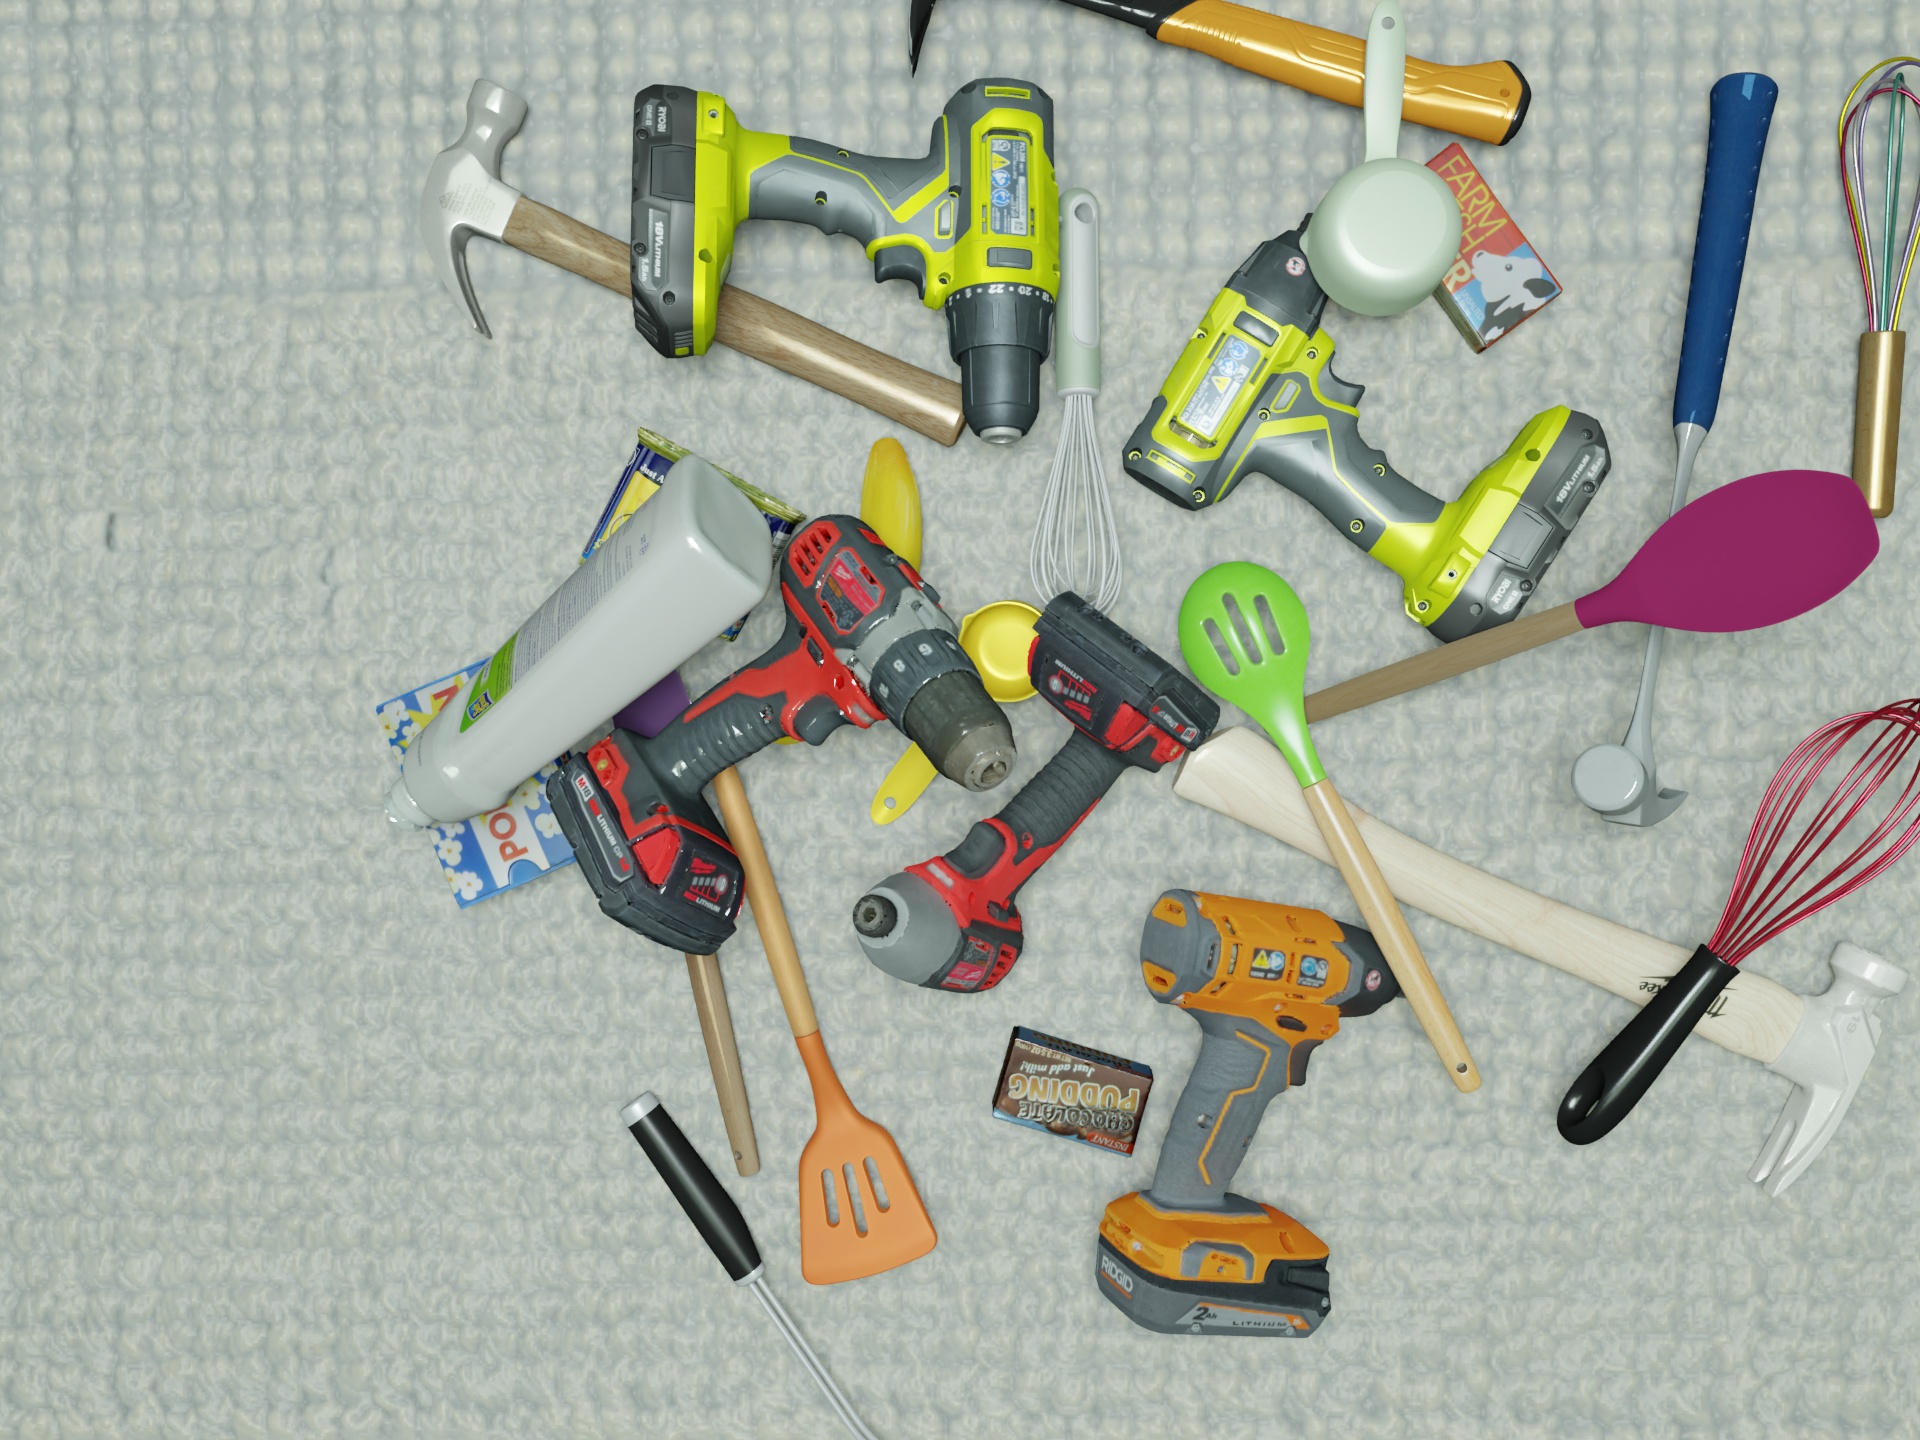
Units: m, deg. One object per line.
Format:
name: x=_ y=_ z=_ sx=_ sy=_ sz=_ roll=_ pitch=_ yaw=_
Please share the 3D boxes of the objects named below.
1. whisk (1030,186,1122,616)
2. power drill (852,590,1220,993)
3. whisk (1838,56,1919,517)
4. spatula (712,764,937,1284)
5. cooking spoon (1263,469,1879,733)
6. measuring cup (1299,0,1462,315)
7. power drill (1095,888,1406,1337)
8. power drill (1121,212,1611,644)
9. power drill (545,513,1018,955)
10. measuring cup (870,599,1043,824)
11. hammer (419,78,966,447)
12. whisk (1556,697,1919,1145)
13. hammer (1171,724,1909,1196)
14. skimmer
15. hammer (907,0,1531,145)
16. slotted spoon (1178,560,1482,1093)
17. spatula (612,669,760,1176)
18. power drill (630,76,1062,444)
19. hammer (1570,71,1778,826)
whisk: x=0.066 y=-0.174 z=0.884 sx=0.057 sy=0.059 sz=0.246 roll=0 pitch=88 yaw=-25
power drill: x=0.031 y=0.049 z=0.844 sx=0.079 sy=0.143 sz=0.219 roll=39 pitch=95 yaw=28
whisk: x=0.502 y=-0.234 z=0.868 sx=0.047 sy=0.051 sz=0.245 roll=3 pitch=97 yaw=23
spatula: x=-0.095 y=0.157 z=0.905 sx=0.081 sy=0.041 sz=0.322 roll=-17 pitch=94 yaw=4
cooking spoon: x=0.290 y=-0.045 z=0.806 sx=0.319 sy=0.017 sz=0.069 roll=-22 pitch=83 yaw=38
measuring cup: x=0.221 y=-0.296 z=0.818 sx=0.083 sy=0.038 sz=0.167 roll=2 pitch=89 yaw=1
power drill: x=0.167 y=0.213 z=0.873 sx=0.164 sy=0.084 sz=0.226 roll=10 pitch=90 yaw=-21
power drill: x=0.224 y=-0.156 z=0.864 sx=0.223 sy=0.080 sz=0.171 roll=32 pitch=94 yaw=4
power drill: x=-0.088 y=0.020 z=0.815 sx=0.226 sy=0.080 sz=0.188 roll=-43 pitch=52 yaw=7
measuring cup: x=-0.001 y=-0.003 z=0.910 sx=0.062 sy=0.029 sz=0.156 roll=38 pitch=105 yaw=0
hammer: x=-0.149 y=-0.234 z=0.897 sx=0.331 sy=0.031 sz=0.130 roll=25 pitch=93 yaw=1
whisk: x=0.413 y=0.110 z=0.839 sx=0.073 sy=0.073 sz=0.296 roll=35 pitch=101 yaw=0
hammer: x=0.308 y=0.119 z=0.892 sx=0.410 sy=0.038 sz=0.146 roll=24 pitch=95 yaw=2
skimmer: x=-0.101 y=0.379 z=0.895 sx=0.127 sy=0.090 sz=0.363 roll=-36 pitch=88 yaw=35
hammer: x=0.139 y=-0.367 z=0.860 sx=0.337 sy=0.034 sz=0.127 roll=17 pitch=78 yaw=2
slotted spoon: x=0.205 y=0.056 z=0.860 sx=0.070 sy=0.031 sz=0.314 roll=-27 pitch=86 yaw=10
spatula: x=-0.154 y=0.110 z=0.917 sx=0.060 sy=0.018 sz=0.316 roll=-9 pitch=94 yaw=30
power drill: x=-0.058 y=-0.247 z=0.848 sx=0.228 sy=0.080 sz=0.190 roll=1 pitch=84 yaw=-9
hammer: x=0.387 y=-0.142 z=0.849 sx=0.035 sy=0.144 sz=0.405 roll=8 pitch=84 yaw=33
